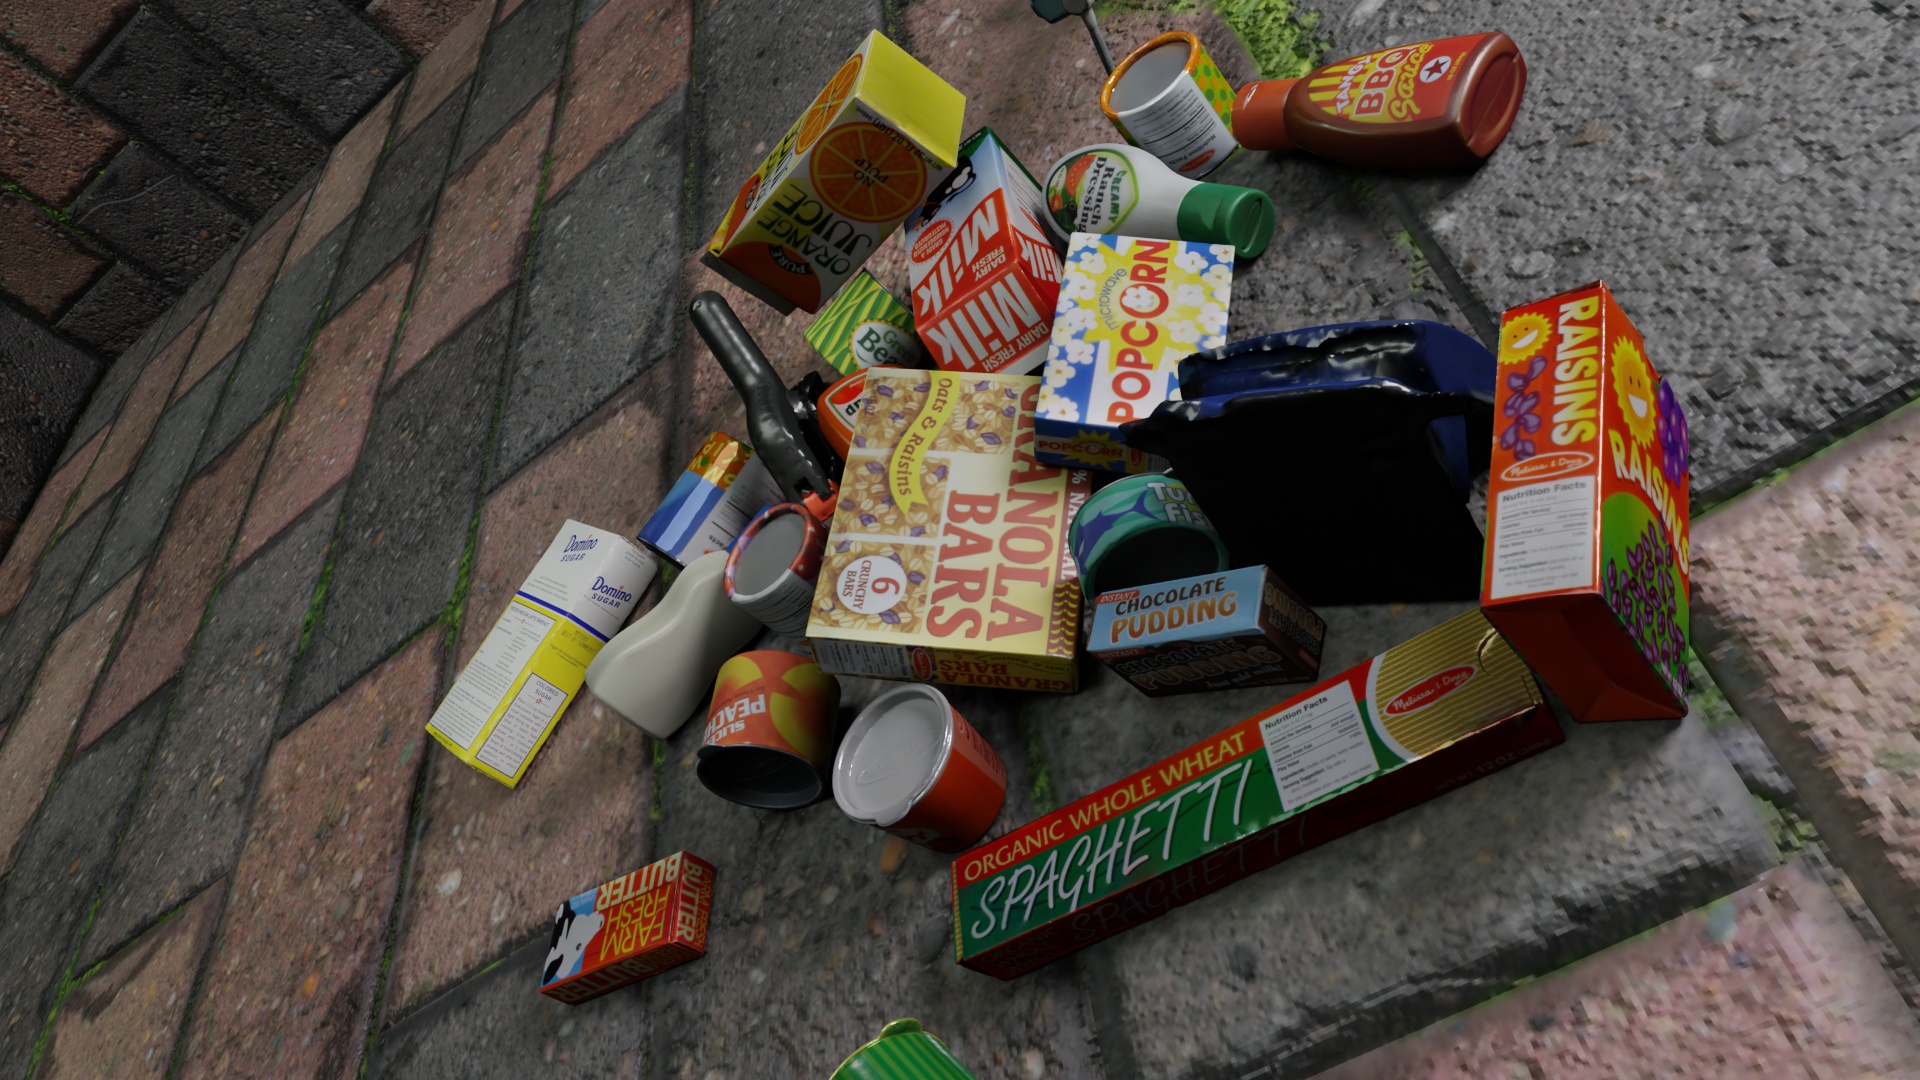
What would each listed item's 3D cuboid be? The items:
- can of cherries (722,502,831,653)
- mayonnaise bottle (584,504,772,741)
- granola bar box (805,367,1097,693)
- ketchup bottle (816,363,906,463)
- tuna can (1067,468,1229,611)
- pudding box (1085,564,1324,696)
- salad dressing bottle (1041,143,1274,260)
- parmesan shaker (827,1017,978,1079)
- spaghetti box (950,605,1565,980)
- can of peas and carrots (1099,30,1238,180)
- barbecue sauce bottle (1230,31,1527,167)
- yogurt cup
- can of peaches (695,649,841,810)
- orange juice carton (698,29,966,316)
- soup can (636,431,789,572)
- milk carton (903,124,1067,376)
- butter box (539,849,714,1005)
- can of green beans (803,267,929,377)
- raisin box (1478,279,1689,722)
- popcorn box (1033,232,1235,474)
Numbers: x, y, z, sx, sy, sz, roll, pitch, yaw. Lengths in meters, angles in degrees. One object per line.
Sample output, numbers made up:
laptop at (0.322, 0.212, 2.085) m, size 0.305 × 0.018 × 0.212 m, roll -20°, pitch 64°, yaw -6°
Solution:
can of cherries at (-0.090, 0.019, 0.781) m, size 0.071 × 0.058 × 0.072 m, roll -27°, pitch 42°, yaw 28°
mayonnaise bottle at (-0.150, 0.045, 0.820) m, size 0.148 × 0.064 × 0.041 m, roll -49°, pitch 32°, yaw -6°
granola bar box at (0.002, -0.009, 0.679) m, size 0.124 × 0.039 × 0.166 m, roll 4°, pitch 54°, yaw 8°
ketchup bottle at (-0.027, -0.047, 0.781) m, size 0.065 × 0.043 × 0.149 m, roll -25°, pitch 41°, yaw -14°
tuna can at (0.084, 0.004, 0.608) m, size 0.071 × 0.071 × 0.033 m, roll -35°, pitch 40°, yaw 19°
pudding box at (0.100, 0.039, 0.575) m, size 0.083 × 0.049 × 0.030 m, roll -12°, pitch 52°, yaw 40°
salad dressing bottle at (0.107, -0.183, 0.767) m, size 0.148 × 0.044 × 0.064 m, roll 26°, pitch 104°, yaw 49°
parmesan shaker at (-0.001, 0.229, 0.493) m, size 0.071 × 0.071 × 0.103 m, roll -56°, pitch 36°, yaw -8°
spaghetti box at (0.102, 0.102, 0.534) m, size 0.249 × 0.028 × 0.050 m, roll -31°, pitch 40°, yaw 23°
can of peas and carrots at (0.122, -0.251, 0.802) m, size 0.071 × 0.058 × 0.071 m, roll -27°, pitch 42°, yaw 27°
barbecue sauce bottle at (0.204, -0.218, 0.702) m, size 0.148 × 0.043 × 0.065 m, roll 16°, pitch 71°, yaw 51°
yogurt cup at (-0.016, 0.106, 0.630) m, size 0.072 × 0.054 × 0.073 m, roll -27°, pitch 42°, yaw 27°
can of peaches at (-0.099, 0.096, 0.711) m, size 0.071 × 0.071 × 0.058 m, roll -22°, pitch 43°, yaw 32°
orange juice carton at (-0.084, -0.210, 0.856) m, size 0.192 × 0.072 × 0.073 m, roll -37°, pitch 33°, yaw 39°
soup can at (-0.153, -0.018, 0.871) m, size 0.071 × 0.071 × 0.084 m, roll 19°, pitch 72°, yaw 52°
milk carton at (0.019, -0.151, 0.808) m, size 0.072 × 0.073 × 0.191 m, roll -33°, pitch 40°, yaw 22°
butter box at (-0.176, 0.205, 0.733) m, size 0.103 × 0.024 × 0.053 m, roll -27°, pitch 41°, yaw 27°
can of green beans at (-0.055, -0.127, 0.869) m, size 0.058 × 0.071 × 0.071 m, roll -47°, pitch 36°, yaw 5°
raisin box at (0.215, -0.012, 0.472) m, size 0.040 × 0.086 × 0.124 m, roll -13°, pitch 49°, yaw 41°
popcorn box at (0.087, -0.092, 0.682) m, size 0.085 × 0.038 × 0.127 m, roll 7°, pitch 56°, yaw 9°
